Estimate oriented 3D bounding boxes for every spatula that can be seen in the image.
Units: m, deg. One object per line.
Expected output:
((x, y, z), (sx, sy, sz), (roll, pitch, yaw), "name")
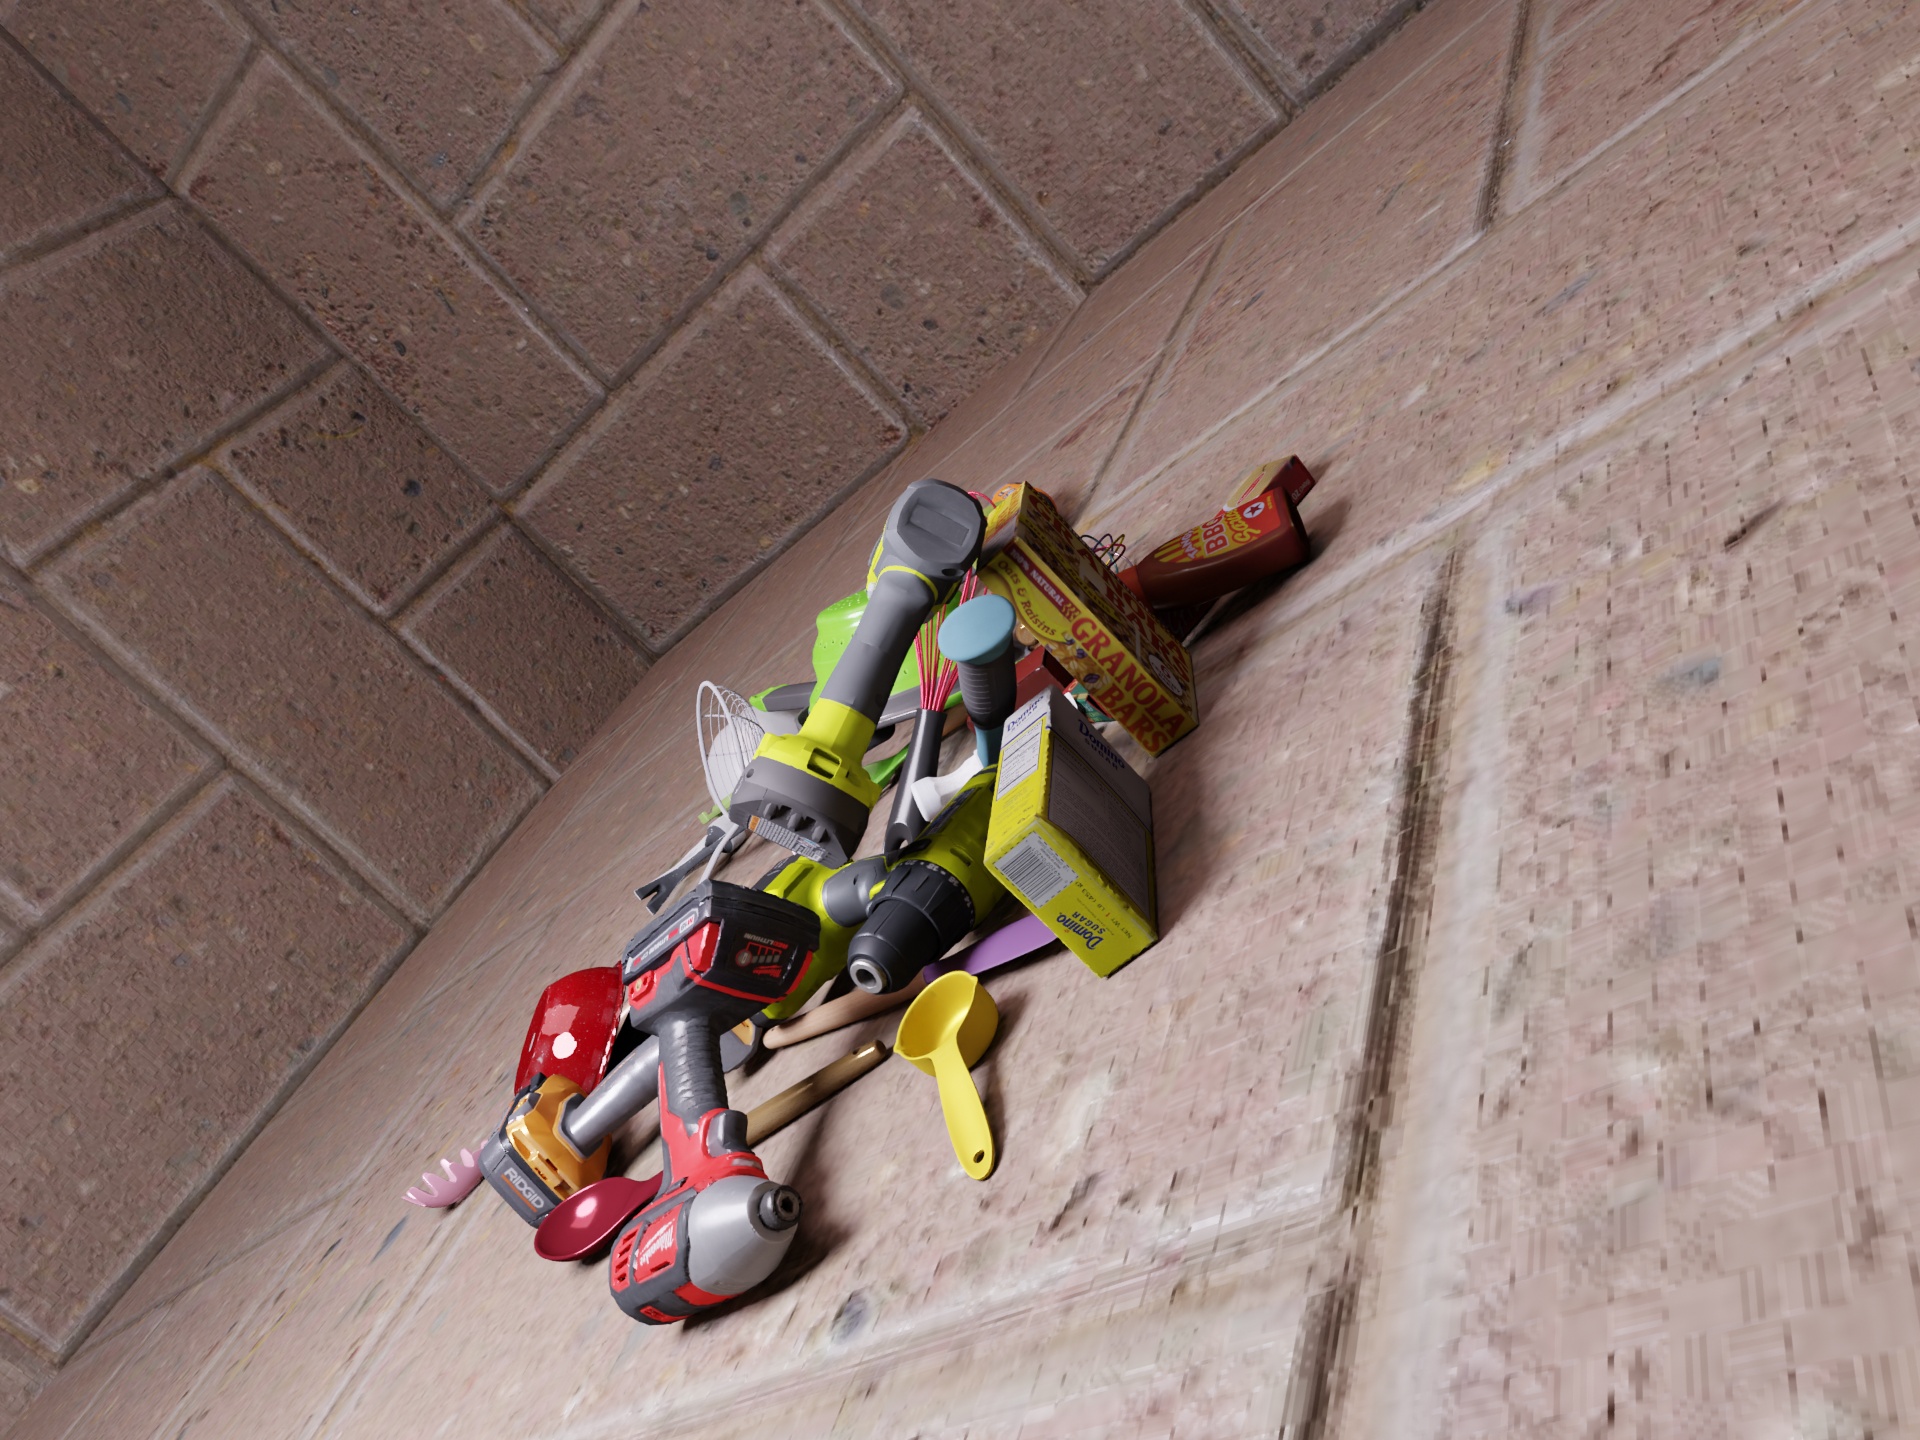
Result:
((-0.032, 0.163, 0.983), (0.316, 0.018, 0.060), (-30, 7, 44), "spatula")

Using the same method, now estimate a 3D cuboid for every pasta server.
((-0.371, 0.325, 1.434), (0.316, 0.040, 0.060), (-45, 3, -7), "pasta server")

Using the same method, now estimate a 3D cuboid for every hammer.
((0.019, -0.007, 0.989), (0.128, 0.033, 0.330), (-25, -15, -4), "hammer")
((-0.179, 0.080, 1.485), (0.149, 0.036, 0.409), (-42, 5, -41), "hammer")

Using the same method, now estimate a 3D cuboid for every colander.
((-0.097, -0.061, 1.377), (0.204, 0.094, 0.397), (-28, 13, -31), "colander")

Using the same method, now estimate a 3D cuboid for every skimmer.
((-0.254, 0.140, 1.357), (0.363, 0.090, 0.127), (-68, 11, -24), "skimmer")

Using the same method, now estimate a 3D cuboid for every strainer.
((-0.164, -0.006, 1.569), (0.256, 0.069, 0.151), (-39, 4, 15), "strainer")

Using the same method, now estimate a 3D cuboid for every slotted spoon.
((-0.002, -0.004, 1.364), (0.313, 0.031, 0.070), (-36, 13, 25), "slotted spoon")

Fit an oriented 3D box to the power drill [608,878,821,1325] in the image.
((-0.134, 0.209, 0.882), (0.143, 0.078, 0.220), (-37, 43, 39), "power drill")

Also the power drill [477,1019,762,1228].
((-0.232, 0.251, 1.174), (0.226, 0.084, 0.185), (-39, 8, 4), "power drill")

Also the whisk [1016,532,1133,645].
((0.091, -0.108, 1.276), (0.047, 0.051, 0.245), (-26, 9, 28), "whisk")

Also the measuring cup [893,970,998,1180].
((0.004, 0.187, 0.818), (0.062, 0.029, 0.157), (-42, 26, 9), "measuring cup")

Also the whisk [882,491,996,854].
((-0.018, -0.025, 1.173), (0.073, 0.073, 0.296), (178, 104, -70), "whisk")

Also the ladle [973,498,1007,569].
((0.033, -0.112, 1.360), (0.320, 0.078, 0.062), (114, 154, -78), "ladle")

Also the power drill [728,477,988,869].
((-0.060, -0.026, 0.985), (0.223, 0.080, 0.171), (-65, 4, -13), "power drill")

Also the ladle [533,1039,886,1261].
((-0.162, 0.275, 1.012), (0.315, 0.031, 0.069), (-35, 19, 26), "ladle")

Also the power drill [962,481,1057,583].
((0.008, -0.165, 1.690), (0.226, 0.084, 0.164), (-40, 15, 1), "power drill")

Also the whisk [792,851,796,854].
((-0.114, 0.127, 1.276), (0.246, 0.057, 0.059), (-100, 23, -70), "whisk")

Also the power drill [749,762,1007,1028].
((-0.061, 0.123, 1.016), (0.228, 0.080, 0.190), (-26, 14, 42), "power drill")
